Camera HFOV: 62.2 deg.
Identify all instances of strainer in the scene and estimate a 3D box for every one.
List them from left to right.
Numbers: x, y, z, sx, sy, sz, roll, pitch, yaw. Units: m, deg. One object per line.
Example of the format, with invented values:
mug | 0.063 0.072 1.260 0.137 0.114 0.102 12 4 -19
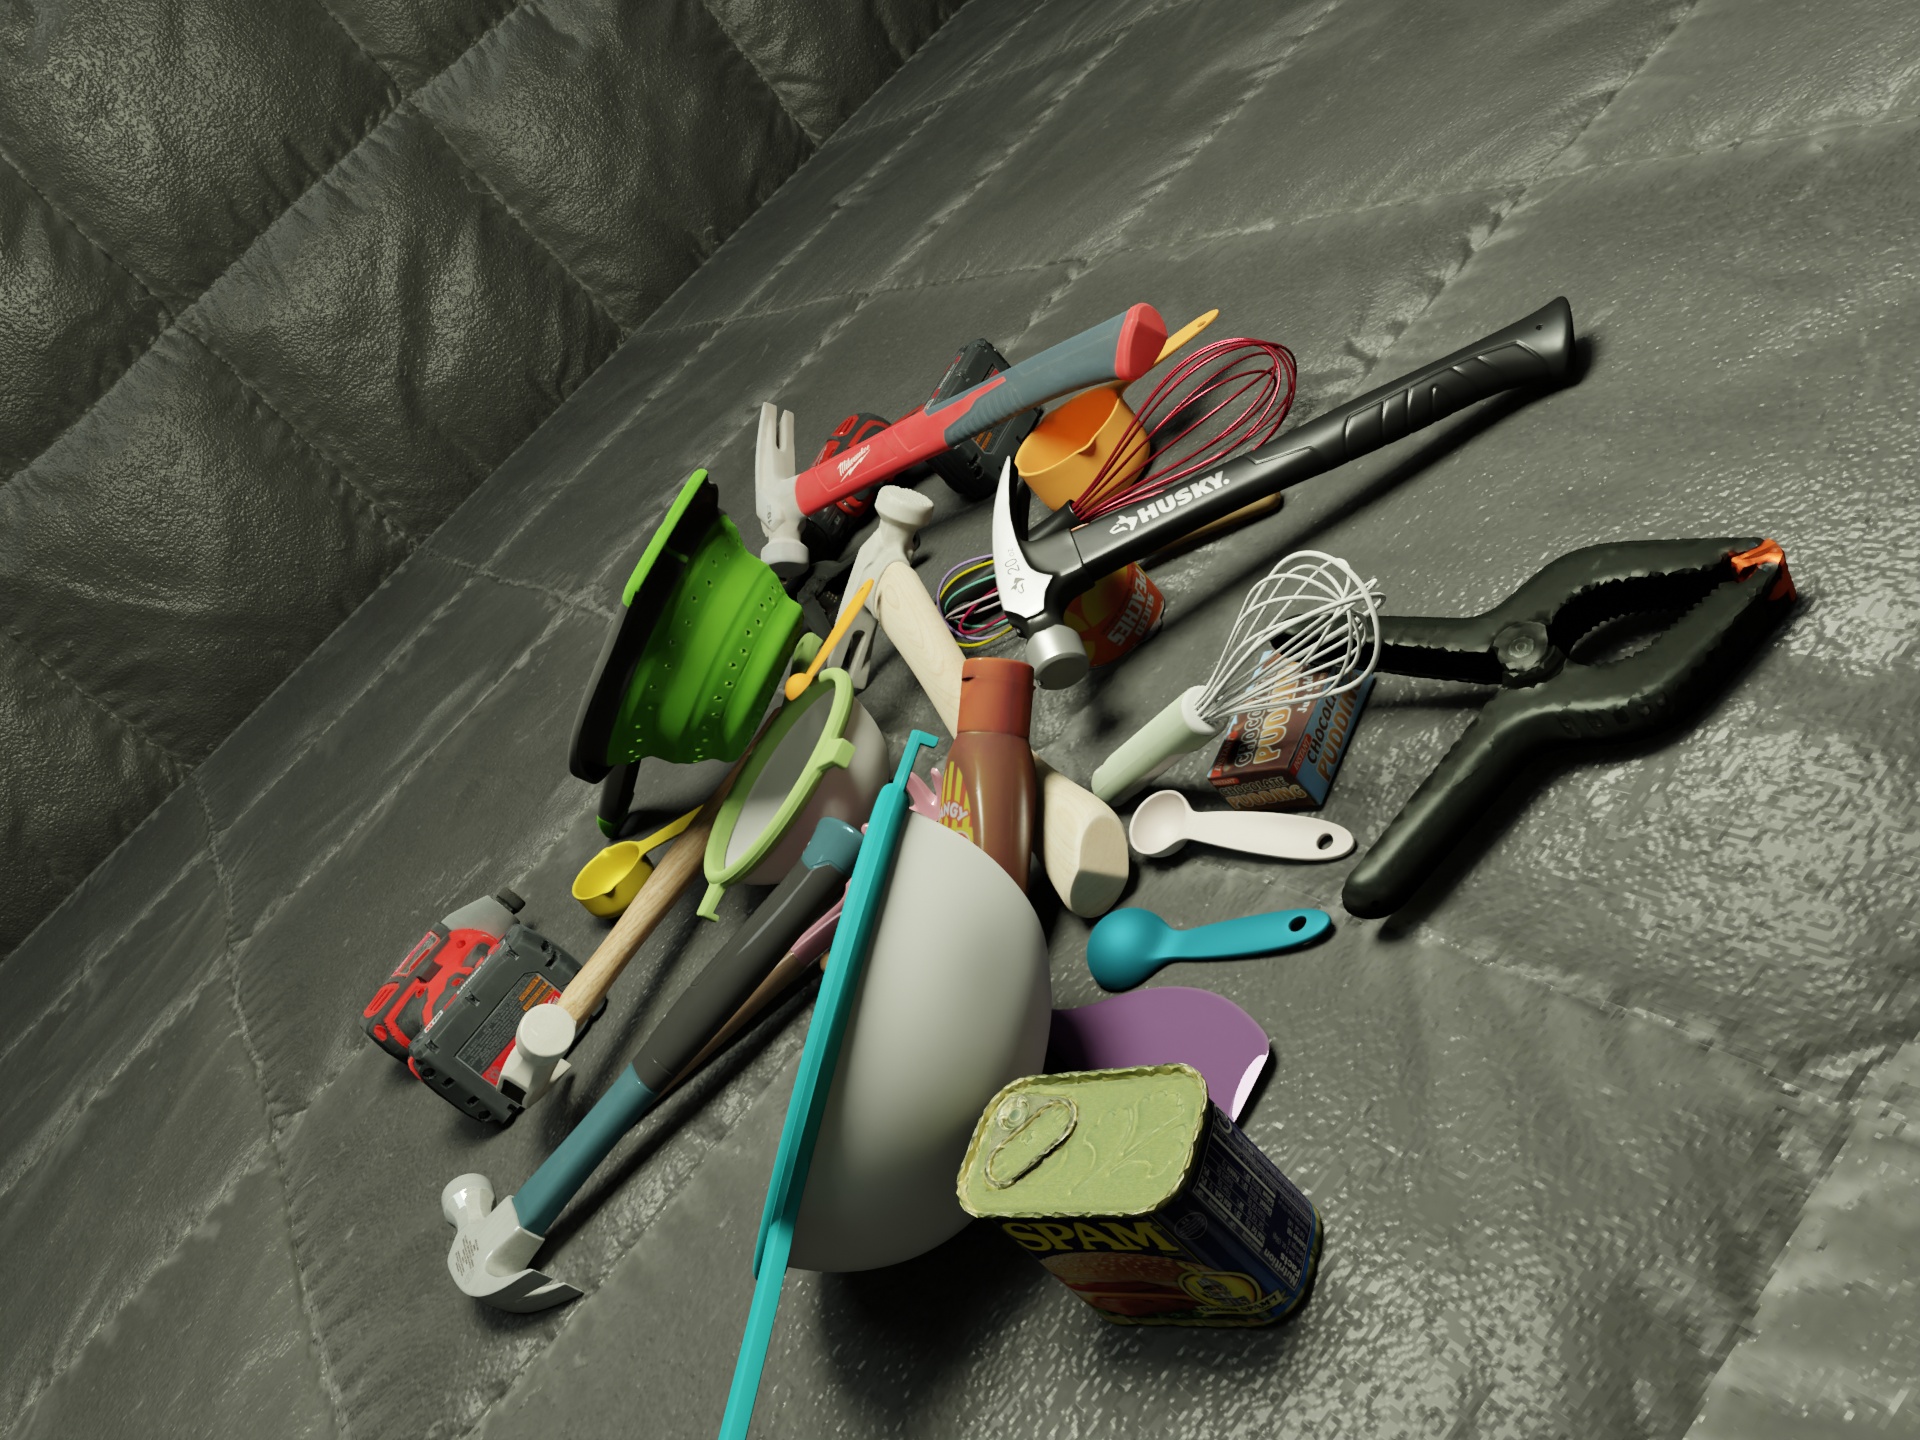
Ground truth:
strainer | -0.088 0.021 1.011 0.151 0.069 0.257 -49 18 24
strainer | -0.024 0.179 0.619 0.341 0.095 0.210 -77 2 -49

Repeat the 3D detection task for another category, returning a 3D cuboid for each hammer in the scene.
hammer | -0.163 0.183 0.866 0.331 0.033 0.128 -50 34 1
hammer | -0.189 0.108 1.016 0.331 0.031 0.130 -57 2 -41
hammer | -0.016 -0.226 1.151 0.386 0.038 0.143 -18 68 41
hammer | -0.001 -0.003 0.932 0.146 0.038 0.411 -70 26 21
hammer | 0.171 -0.143 0.862 0.335 0.035 0.146 -25 53 10

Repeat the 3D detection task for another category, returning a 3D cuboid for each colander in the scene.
colander | -0.183 -0.001 1.073 0.397 0.094 0.205 120 174 -56

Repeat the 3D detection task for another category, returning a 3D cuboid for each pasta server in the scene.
pasta server | -0.116 0.147 0.897 0.316 0.040 0.060 -42 35 6

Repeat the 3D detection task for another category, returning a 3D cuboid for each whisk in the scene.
whisk | 0.085 -0.097 0.987 0.245 0.051 0.047 -19 43 31
whisk | 0.092 -0.146 1.028 0.296 0.073 0.073 -37 27 23
whisk | 0.115 -0.007 0.717 0.058 0.059 0.246 -25 -11 -26

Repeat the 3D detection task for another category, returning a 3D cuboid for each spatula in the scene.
spatula | 0.022 0.136 0.748 0.316 0.018 0.060 2 55 53

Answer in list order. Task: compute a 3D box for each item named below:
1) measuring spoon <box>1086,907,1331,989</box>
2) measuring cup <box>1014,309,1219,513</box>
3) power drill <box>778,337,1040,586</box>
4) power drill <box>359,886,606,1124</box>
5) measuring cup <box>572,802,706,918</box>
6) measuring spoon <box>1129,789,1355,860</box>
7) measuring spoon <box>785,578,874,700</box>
measuring spoon | 0.103 0.091 0.697 0.128 0.021 0.042 -17 36 43
measuring cup | 0.119 -0.207 1.088 0.173 0.052 0.095 -39 27 3
power drill | -0.059 -0.201 1.296 0.227 0.080 0.188 -16 37 47
power drill | -0.333 0.186 1.098 0.143 0.078 0.220 -52 25 -18
measuring cup | -0.200 0.089 1.122 0.156 0.029 0.062 -30 28 -1
measuring spoon | 0.130 0.054 0.732 0.124 0.018 0.034 3 63 47
measuring spoon | -0.083 -0.055 1.003 0.021 0.011 0.117 -30 23 46
